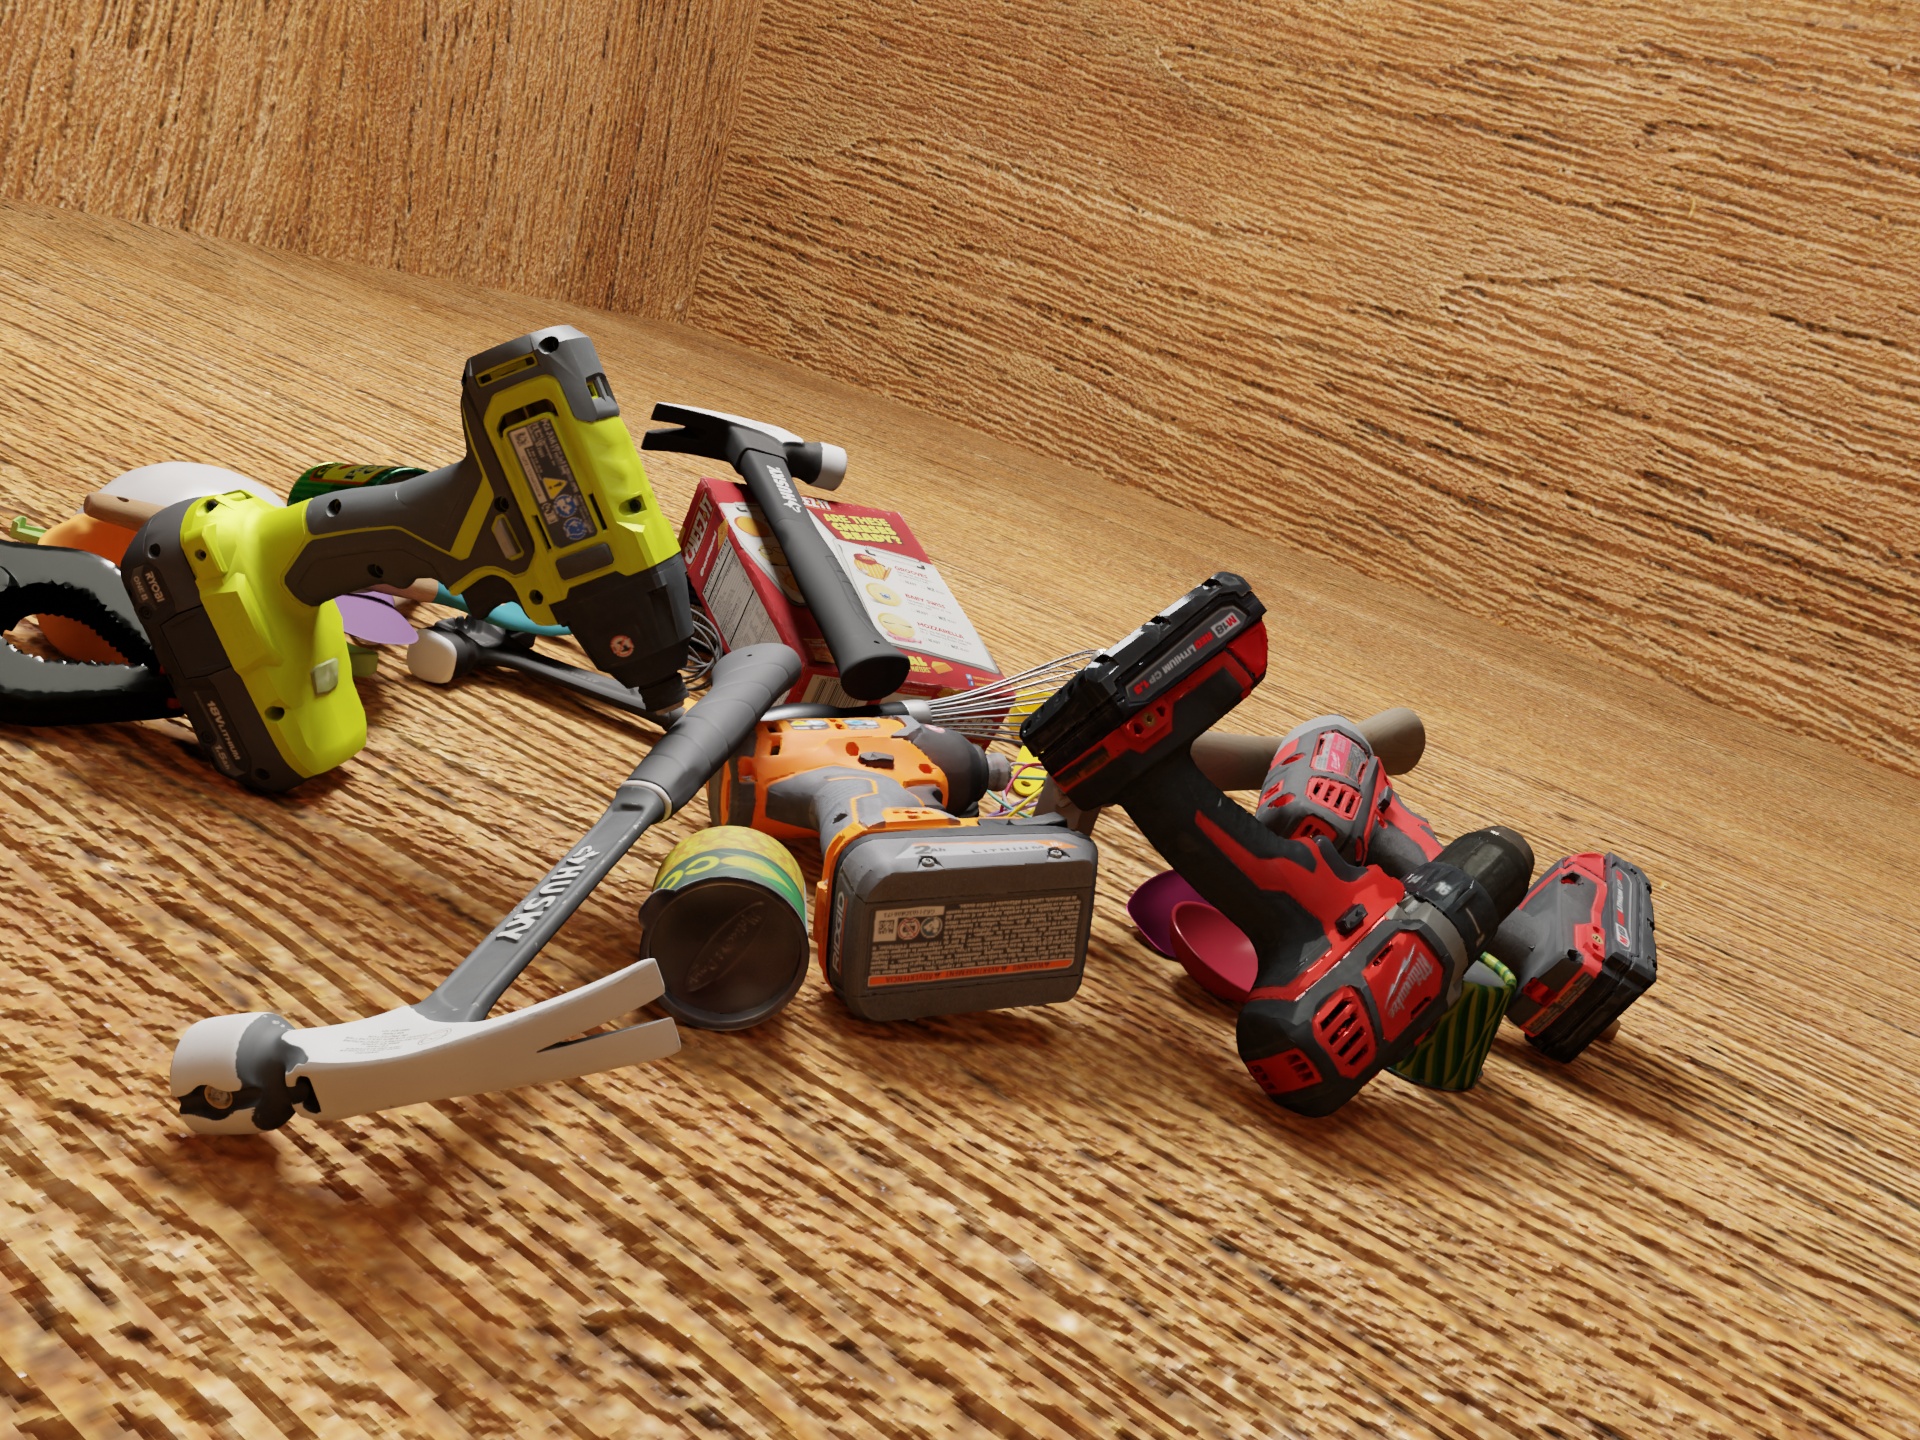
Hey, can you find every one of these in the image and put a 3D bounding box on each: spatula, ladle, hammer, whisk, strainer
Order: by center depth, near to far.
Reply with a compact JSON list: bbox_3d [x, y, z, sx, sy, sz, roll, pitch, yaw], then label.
[{"bbox_3d":[-0.130,0.038,0.643,0.149,0.036,0.409,-8,18,12],"label":"hammer"},{"bbox_3d":[-0.313,-0.088,0.880,0.317,0.044,0.082,13,20,-48],"label":"spatula"},{"bbox_3d":[0.231,0.120,0.890,0.315,0.031,0.069,-1,42,-37],"label":"ladle"},{"bbox_3d":[-0.417,-0.097,0.924,0.256,0.069,0.151,25,17,30],"label":"strainer"},{"bbox_3d":[-0.001,-0.003,0.928,0.284,0.070,0.070,-5,26,-34],"label":"whisk"},{"bbox_3d":[-0.146,0.003,0.933,0.337,0.034,0.127,20,17,11],"label":"hammer"},{"bbox_3d":[-0.336,-0.072,0.942,0.059,0.018,0.316,22,5,-14],"label":"spatula"},{"bbox_3d":[0.181,0.034,0.971,0.038,0.146,0.410,30,19,35],"label":"hammer"},{"bbox_3d":[-0.103,-0.111,0.987,0.146,0.035,0.335,12,28,-28],"label":"hammer"},{"bbox_3d":[0.065,0.043,1.011,0.051,0.047,0.245,21,12,17],"label":"whisk"},{"bbox_3d":[-0.256,-0.076,1.049,0.239,0.055,0.055,21,16,20],"label":"whisk"}]

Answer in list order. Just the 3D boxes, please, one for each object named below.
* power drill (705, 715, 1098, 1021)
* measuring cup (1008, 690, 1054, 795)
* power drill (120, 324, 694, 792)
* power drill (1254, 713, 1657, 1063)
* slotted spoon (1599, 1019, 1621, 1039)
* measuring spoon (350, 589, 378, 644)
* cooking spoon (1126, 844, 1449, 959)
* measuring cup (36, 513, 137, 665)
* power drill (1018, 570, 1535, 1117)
[{"bbox_3d":[-0.019,0.055,0.769,0.164,0.084,0.227,-2,19,-23],"label":"power drill"},{"bbox_3d":[0.052,0.024,1.102,0.062,0.029,0.157,18,27,4],"label":"measuring cup"},{"bbox_3d":[-0.237,-0.057,0.712,0.223,0.171,0.080,-19,12,10],"label":"power drill"},{"bbox_3d":[0.268,0.079,0.886,0.219,0.078,0.143,31,34,2],"label":"power drill"},{"bbox_3d":[0.246,0.115,0.971,0.314,0.031,0.070,26,19,23],"label":"slotted spoon"},{"bbox_3d":[-0.367,-0.073,0.986,0.034,0.018,0.124,10,17,-25],"label":"measuring spoon"},{"bbox_3d":[0.223,0.098,0.943,0.318,0.017,0.069,-7,43,-36],"label":"cooking spoon"},{"bbox_3d":[-0.402,-0.071,0.847,0.095,0.052,0.173,32,26,19],"label":"measuring cup"},{"bbox_3d":[0.157,0.045,0.744,0.188,0.080,0.227,-34,85,-30],"label":"power drill"}]
